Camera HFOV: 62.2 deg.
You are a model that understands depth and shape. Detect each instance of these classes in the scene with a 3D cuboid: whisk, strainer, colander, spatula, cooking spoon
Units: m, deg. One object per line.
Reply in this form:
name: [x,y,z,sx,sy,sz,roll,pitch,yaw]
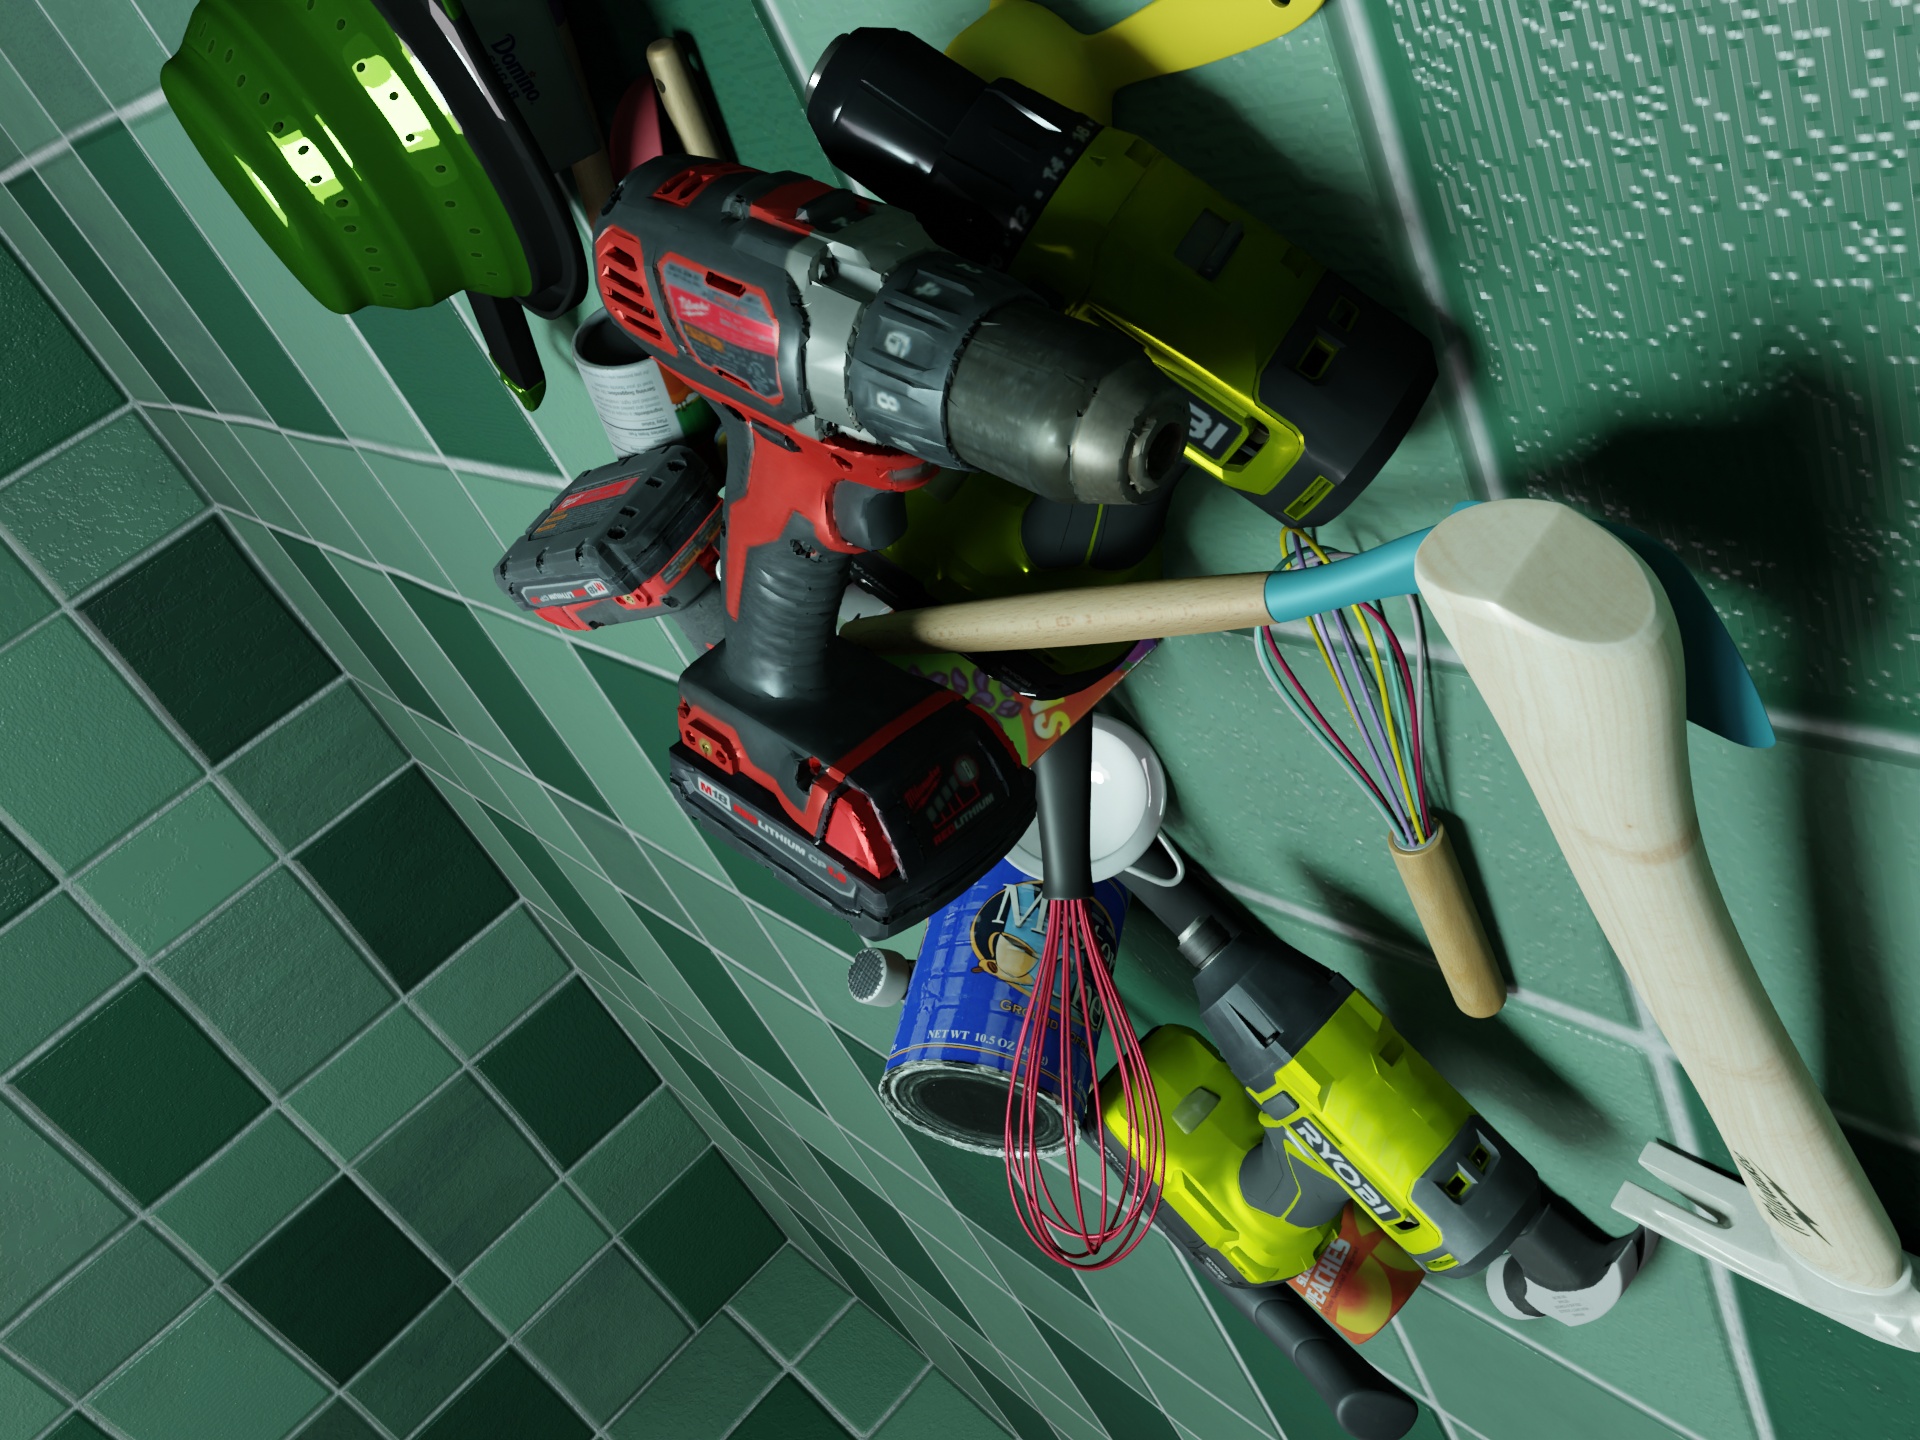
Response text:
whisk: [0.160,0.029,0.576,0.047,0.051,0.244,12,142,47]
strainer: [-0.001,-0.002,0.725,0.258,0.087,0.050,34,-166,-18]
colander: [-0.258,-0.215,0.722,0.204,0.094,0.397,49,167,6]
whisk: [0.050,0.097,0.703,0.073,0.073,0.296,0,94,61]
spatula: [-0.172,-0.282,0.696,0.060,0.018,0.315,39,155,26]
cooking spoon: [-0.079,-0.158,0.731,0.069,0.017,0.318,30,153,37]
spatula: [0.069,-0.027,0.476,0.317,0.044,0.082,-2,145,44]

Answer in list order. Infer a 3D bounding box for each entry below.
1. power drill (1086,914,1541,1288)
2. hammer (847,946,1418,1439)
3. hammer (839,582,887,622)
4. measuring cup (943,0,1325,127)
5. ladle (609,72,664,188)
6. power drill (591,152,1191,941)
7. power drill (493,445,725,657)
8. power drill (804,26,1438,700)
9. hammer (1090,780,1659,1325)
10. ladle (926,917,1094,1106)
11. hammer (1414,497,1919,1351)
power drill: [0.141,0.179,0.726,0.171,0.080,0.223,45,156,10]
hammer: [0.095,0.255,0.910,0.149,0.036,0.409,20,-169,-44]
hammer: [0.018,0.061,0.886,0.127,0.034,0.336,19,147,37]
measuring cup: [0.042,-0.184,0.450,0.157,0.029,0.062,12,139,59]
ladle: [-0.105,-0.158,0.759,0.315,0.031,0.069,71,-177,-51]
power drill: [-0.021,-0.042,0.476,0.188,0.080,0.226,29,138,31]
power drill: [-0.122,-0.026,0.808,0.143,0.078,0.219,-3,134,48]
power drill: [0.022,-0.106,0.524,0.190,0.080,0.228,34,157,-1]
hammer: [0.177,0.151,0.752,0.335,0.035,0.146,43,158,11]
ladle: [-0.024,0.126,0.983,0.320,0.062,0.078,47,-174,29]
hammer: [0.213,0.084,0.466,0.146,0.038,0.410,20,157,50]
